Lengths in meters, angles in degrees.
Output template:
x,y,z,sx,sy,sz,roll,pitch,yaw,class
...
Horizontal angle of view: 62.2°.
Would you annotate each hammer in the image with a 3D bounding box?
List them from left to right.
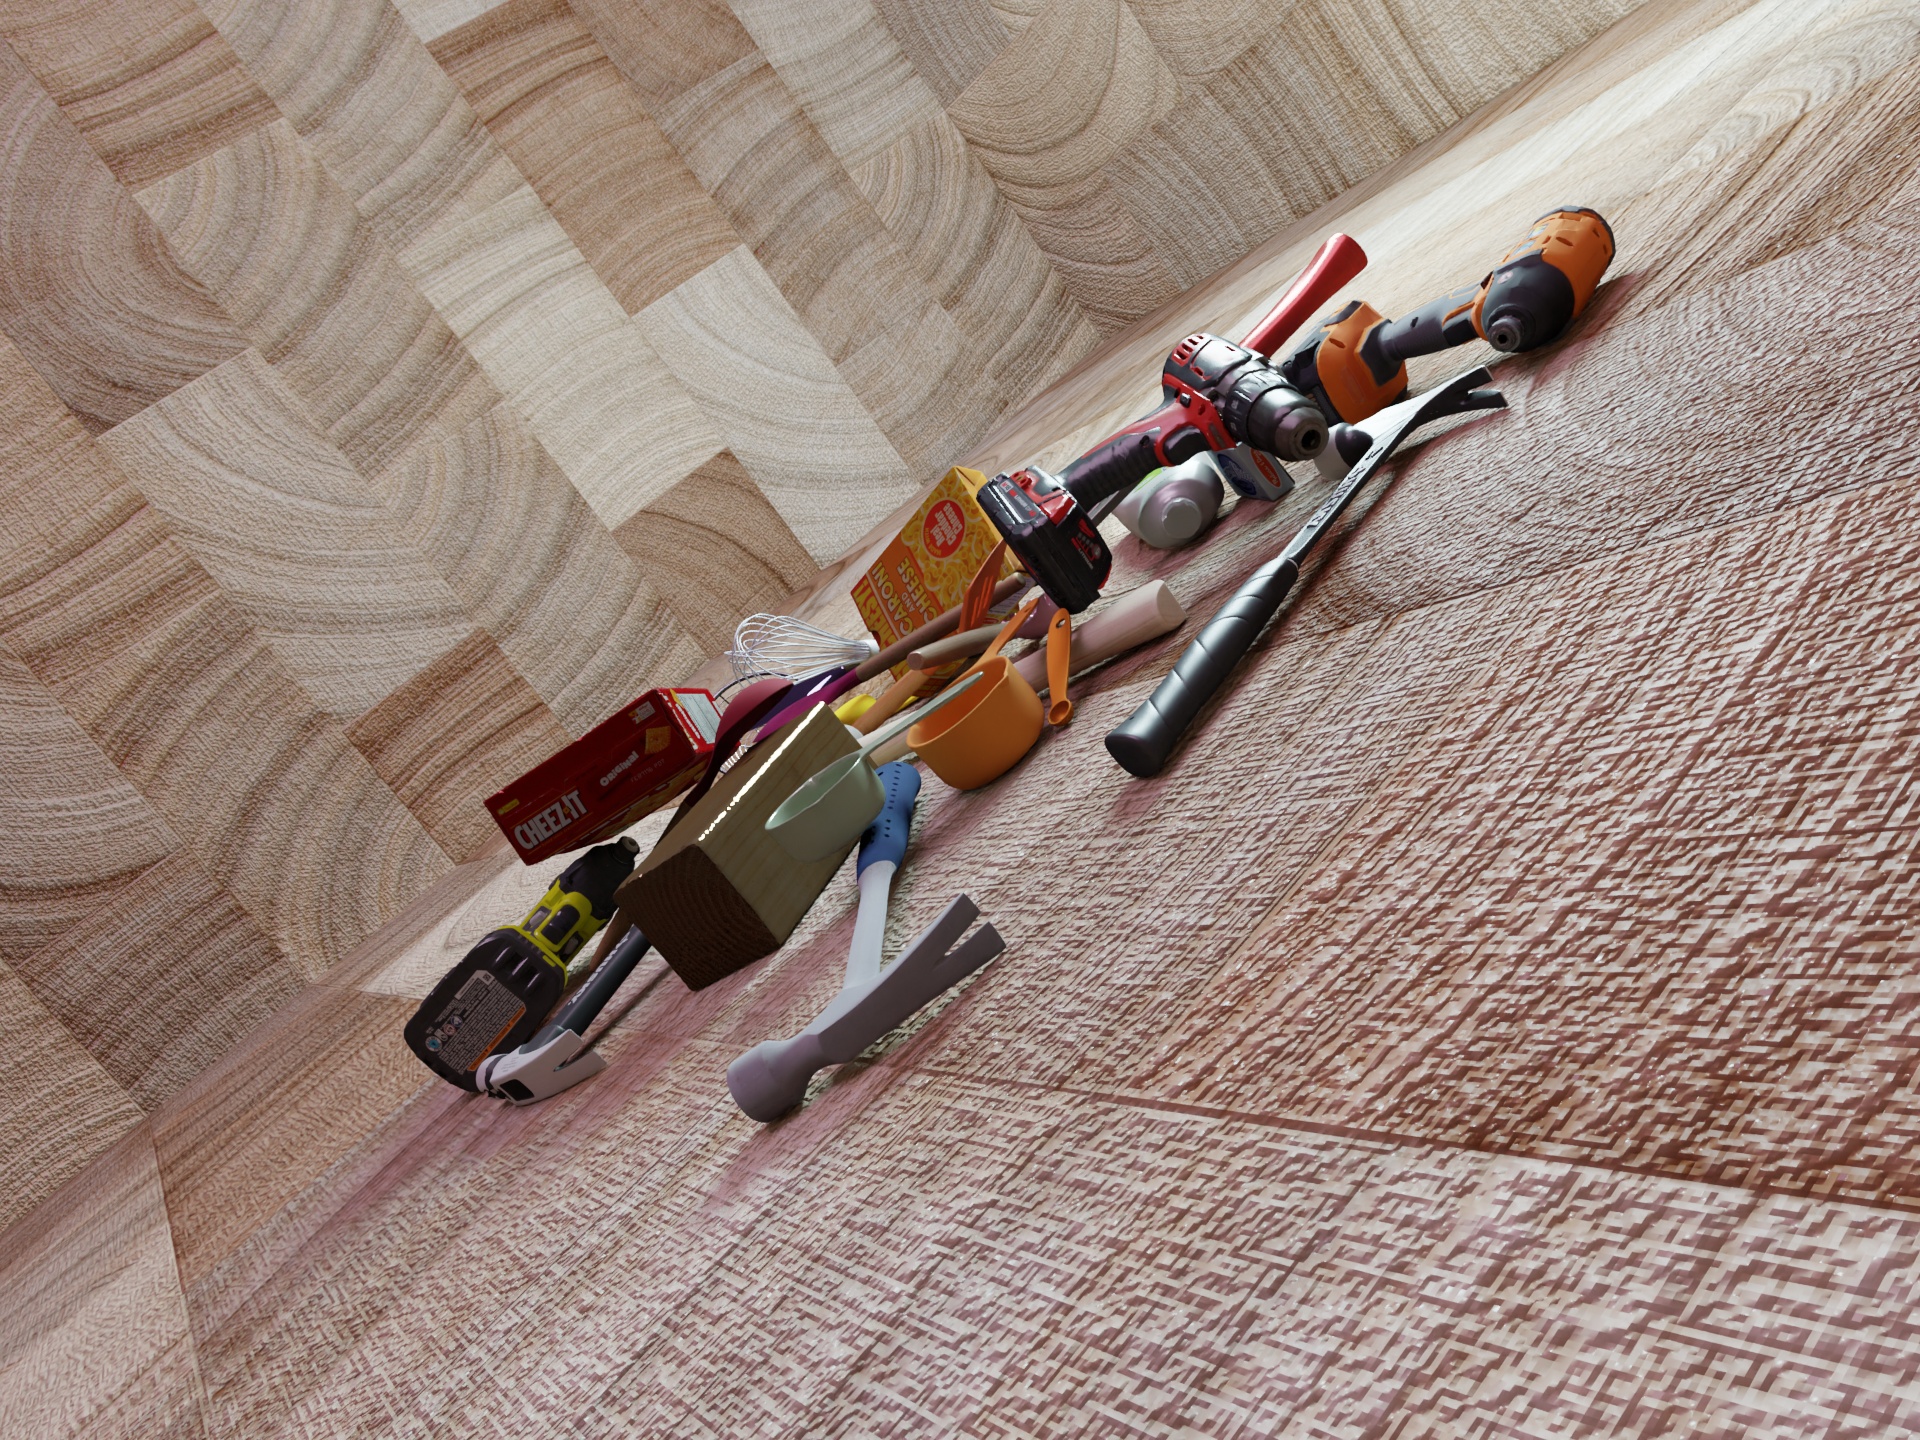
x,y,z,sx,sy,sz,roll,pitch,yaw,class
-0.218,0.140,1.172,0.146,0.035,0.335,-22,26,52,hammer
-0.044,0.093,0.929,0.144,0.035,0.406,-36,11,9,hammer
-0.002,-0.004,1.189,0.410,0.038,0.146,-26,17,42,hammer
0.193,-0.247,1.259,0.359,0.036,0.149,-46,22,-2,hammer
0.201,-0.096,0.953,0.149,0.036,0.409,-22,19,49,hammer

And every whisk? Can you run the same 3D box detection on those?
x,y,z,sx,sy,sz,roll,pitch,yaw,class
-0.106,-0.061,1.452,0.070,0.070,0.284,-29,-15,35,whisk

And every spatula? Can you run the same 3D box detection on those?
x,y,z,sx,sy,sz,roll,pitch,yaw,class
-0.095,-0.058,1.546,0.316,0.018,0.060,-27,30,-26,spatula
-0.047,-0.038,1.317,0.322,0.041,0.081,-41,12,45,spatula

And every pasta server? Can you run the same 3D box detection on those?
x,y,z,sx,sy,sz,roll,pitch,yaw,class
0.021,-0.070,1.204,0.060,0.040,0.316,-45,-8,22,pasta server

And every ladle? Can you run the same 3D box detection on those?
x,y,z,sx,sy,sz,roll,pitch,yaw,class
-0.222,0.085,1.259,0.315,0.031,0.069,-56,-10,22,ladle

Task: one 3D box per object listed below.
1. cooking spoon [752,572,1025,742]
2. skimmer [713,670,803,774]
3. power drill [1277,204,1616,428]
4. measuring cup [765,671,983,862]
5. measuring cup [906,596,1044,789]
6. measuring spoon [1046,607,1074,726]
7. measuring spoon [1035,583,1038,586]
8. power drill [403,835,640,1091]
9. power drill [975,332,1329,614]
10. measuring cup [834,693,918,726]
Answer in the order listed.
x,y,z,sx,sy,sz,roll,pitch,yaw,class
-0.068,-0.051,1.372,0.319,0.017,0.069,-28,11,33,cooking spoon
-0.192,0.042,1.437,0.127,0.090,0.363,-8,16,1,skimmer
0.339,-0.274,1.138,0.226,0.084,0.164,-19,21,46,power drill
-0.045,0.031,0.997,0.167,0.038,0.083,-36,11,-2,measuring cup
0.031,-0.020,1.080,0.095,0.052,0.174,-26,20,42,measuring cup
0.069,-0.036,1.072,0.021,0.011,0.117,-33,33,29,measuring spoon
0.067,-0.118,1.499,0.128,0.021,0.042,-24,2,16,measuring spoon
-0.345,0.188,1.297,0.171,0.080,0.223,-47,6,19,power drill
0.139,-0.176,1.122,0.226,0.080,0.188,-37,32,2,power drill
-0.066,-0.022,1.462,0.156,0.029,0.062,-31,13,35,measuring cup
